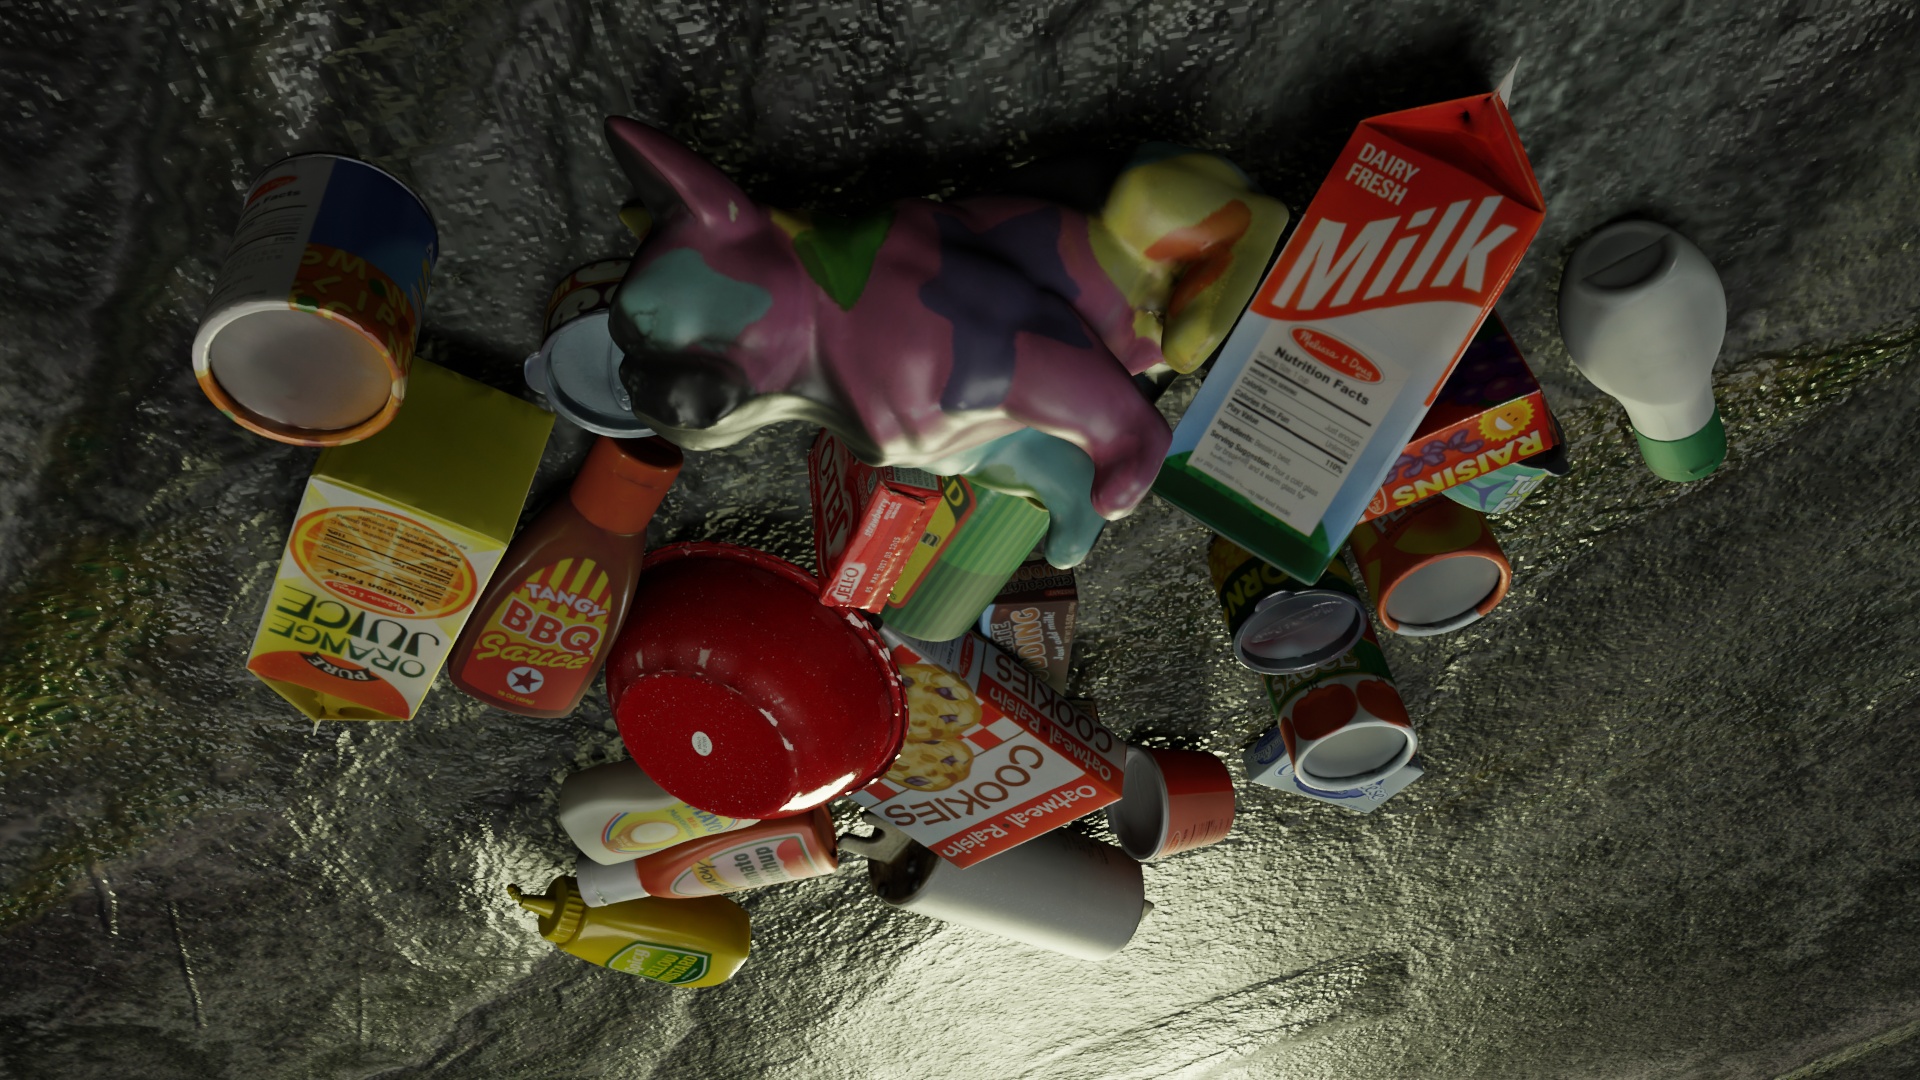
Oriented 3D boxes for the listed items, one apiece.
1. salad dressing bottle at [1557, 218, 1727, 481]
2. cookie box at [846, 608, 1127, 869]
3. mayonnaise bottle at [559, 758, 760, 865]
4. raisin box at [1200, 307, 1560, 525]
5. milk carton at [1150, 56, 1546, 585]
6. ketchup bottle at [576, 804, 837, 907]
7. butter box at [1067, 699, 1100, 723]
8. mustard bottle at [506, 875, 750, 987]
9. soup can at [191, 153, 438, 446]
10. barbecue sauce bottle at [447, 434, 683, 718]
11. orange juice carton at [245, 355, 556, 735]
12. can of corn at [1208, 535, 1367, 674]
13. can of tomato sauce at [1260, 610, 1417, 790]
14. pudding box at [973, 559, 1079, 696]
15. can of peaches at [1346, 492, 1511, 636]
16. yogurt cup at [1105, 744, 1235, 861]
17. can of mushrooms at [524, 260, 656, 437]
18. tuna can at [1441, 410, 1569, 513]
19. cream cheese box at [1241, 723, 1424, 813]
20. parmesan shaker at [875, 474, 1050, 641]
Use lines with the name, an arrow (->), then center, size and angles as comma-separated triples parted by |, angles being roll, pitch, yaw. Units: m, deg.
salad dressing bottle -> 0.310, -0.079, 0.618 | 0.064, 0.044, 0.147 | -29, 136, 18
cookie box -> -0.014, 0.100, 0.722 | 0.167, 0.040, 0.122 | 38, 131, -24
mayonnaise bottle -> -0.145, 0.141, 0.780 | 0.148, 0.041, 0.064 | -15, 136, 7
raisin box -> 0.173, -0.055, 0.587 | 0.123, 0.086, 0.040 | -24, 135, 16
milk carton -> 0.151, -0.083, 0.514 | 0.190, 0.073, 0.072 | -60, 167, 10
ketchup bottle -> -0.151, 0.186, 0.827 | 0.149, 0.044, 0.064 | -12, 136, 4
butter box -> 0.023, 0.113, 0.792 | 0.103, 0.024, 0.052 | 5, 136, -16
mustard bottle -> -0.212, 0.241, 0.874 | 0.160, 0.049, 0.065 | 24, 127, -32
soup can -> -0.221, -0.082, 0.487 | 0.071, 0.084, 0.071 | -5, 138, -5
barbecue sauce bottle -> -0.171, 0.012, 0.616 | 0.065, 0.044, 0.148 | 23, 118, -25
orange juice carton -> -0.240, 0.012, 0.580 | 0.073, 0.072, 0.191 | 23, 137, -20
can of corn -> 0.160, 0.023, 0.692 | 0.071, 0.058, 0.070 | -5, 138, -4
can of tomato sauce -> 0.198, 0.081, 0.744 | 0.071, 0.083, 0.070 | -5, 138, -5
pudding box -> 0.031, 0.047, 0.717 | 0.050, 0.030, 0.083 | -3, 138, -6
can of peaches -> 0.229, 0.004, 0.684 | 0.071, 0.058, 0.071 | -5, 139, -4
yogurt cup -> 0.127, 0.155, 0.830 | 0.054, 0.073, 0.072 | 0, 138, -22
can of mushrooms -> -0.134, -0.075, 0.548 | 0.071, 0.033, 0.070 | -5, 139, -5
tuna can -> 0.235, -0.044, 0.622 | 0.071, 0.071, 0.032 | 9, 137, -19
cream cheese box -> 0.230, 0.136, 0.856 | 0.104, 0.024, 0.053 | 19, 130, -28
parmesan shaker -> 0.002, -0.008, 0.619 | 0.071, 0.071, 0.102 | 14, 133, -24
